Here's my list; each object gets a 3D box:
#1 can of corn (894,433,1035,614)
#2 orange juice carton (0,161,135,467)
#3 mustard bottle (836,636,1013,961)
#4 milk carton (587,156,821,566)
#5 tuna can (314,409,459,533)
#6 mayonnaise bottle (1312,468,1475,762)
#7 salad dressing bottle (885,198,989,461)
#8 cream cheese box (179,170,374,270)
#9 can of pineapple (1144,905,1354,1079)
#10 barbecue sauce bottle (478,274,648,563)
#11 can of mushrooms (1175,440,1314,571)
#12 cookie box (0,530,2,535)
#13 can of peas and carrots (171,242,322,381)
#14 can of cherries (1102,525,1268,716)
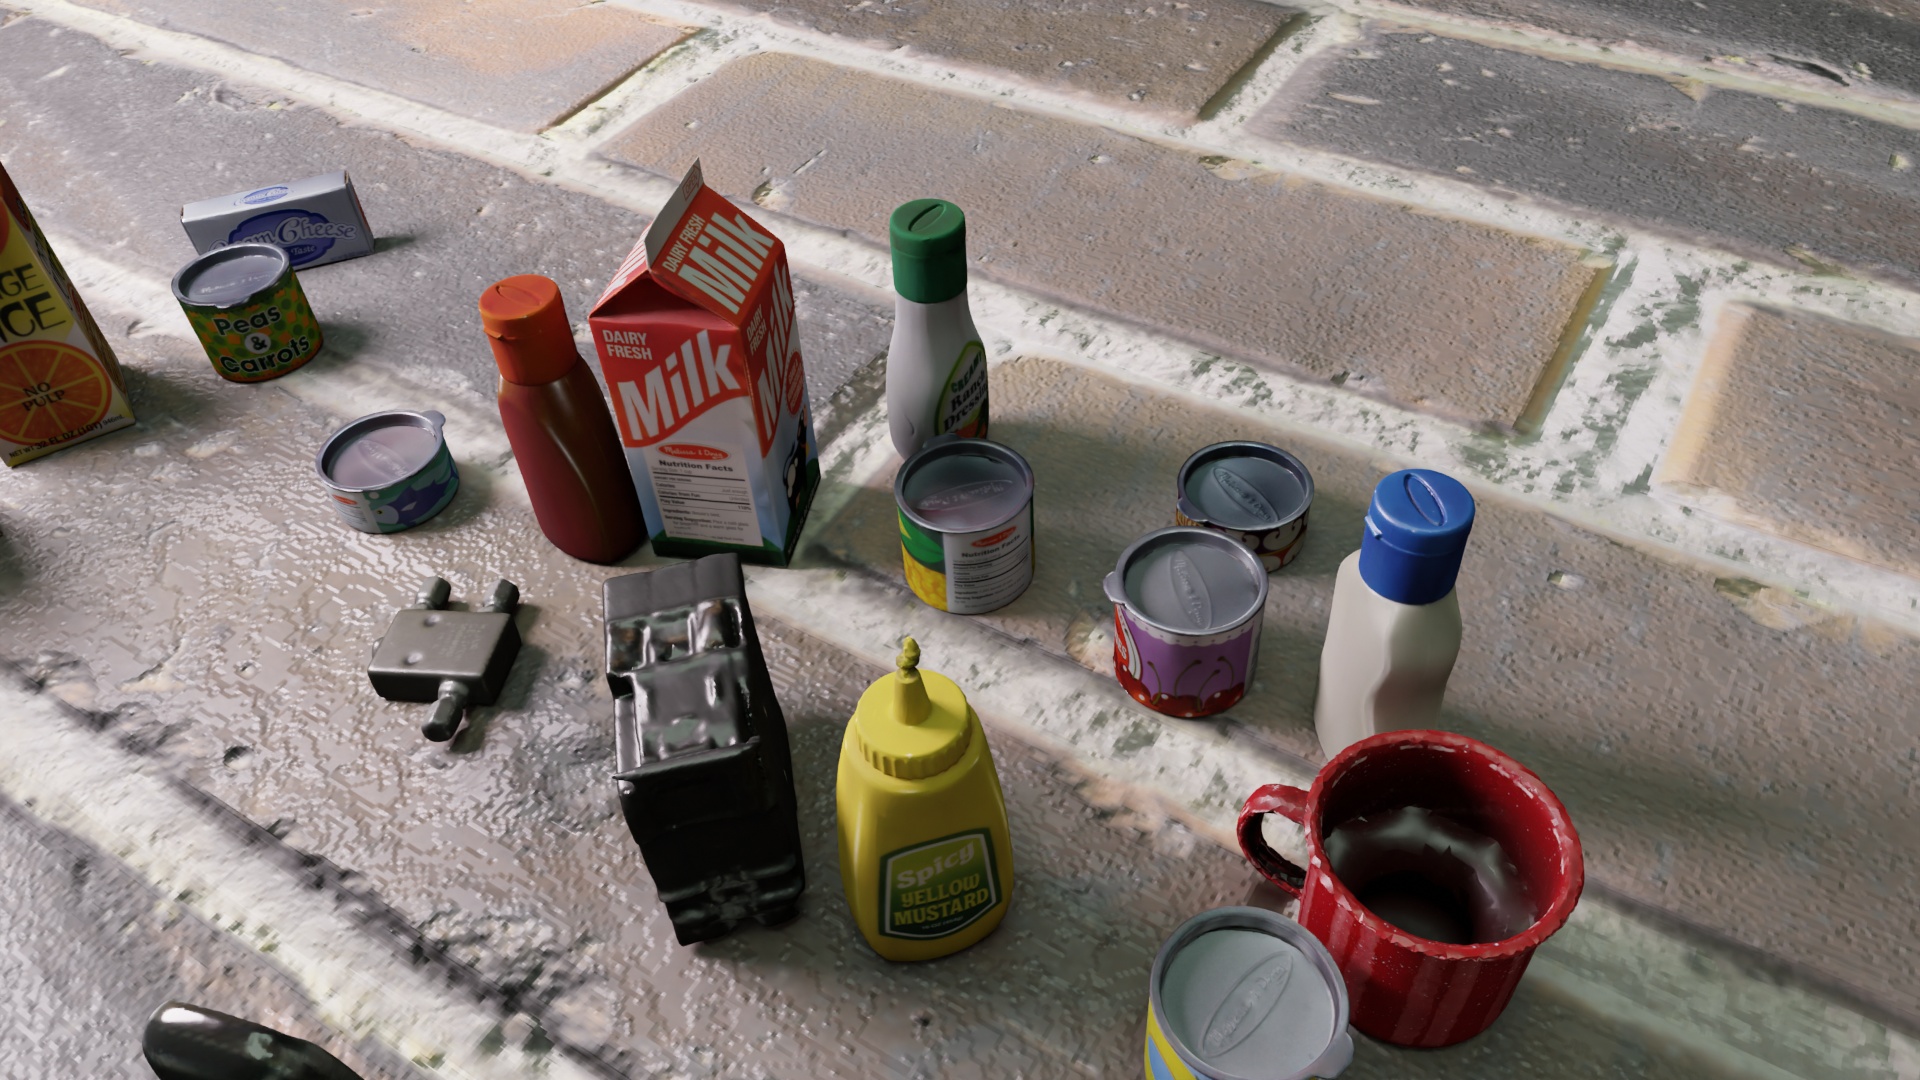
[{"bbox_3d":[0.002,-0.008,0.675,0.071,0.058,0.071,-2,44,2],"label":"can of corn"},{"bbox_3d":[-0.533,-0.142,0.753,0.072,0.191,0.073,-26,48,-20],"label":"orange juice carton"},{"bbox_3d":[-0.015,0.093,0.501,0.065,0.159,0.049,-14,45,-10],"label":"mustard bottle"},{"bbox_3d":[-0.120,-0.080,0.663,0.073,0.189,0.073,5,45,10],"label":"milk carton"},{"bbox_3d":[-0.304,-0.039,0.745,0.071,0.032,0.071,-2,44,2],"label":"tuna can"},{"bbox_3d":[0.172,0.038,0.552,0.041,0.147,0.065,-9,45,-5],"label":"mayonnaise bottle"},{"bbox_3d":[-0.013,-0.100,0.706,0.044,0.146,0.064,23,50,25],"label":"salad dressing bottle"},{"bbox_3d":[-0.444,-0.203,0.908,0.104,0.053,0.024,-16,46,-12],"label":"cream cheese box"},{"bbox_3d":[0.099,0.173,0.484,0.071,0.057,0.071,-2,44,2],"label":"can of pineapple"},{"bbox_3d":[-0.195,-0.057,0.674,0.065,0.147,0.044,26,52,27],"label":"barbecue sauce bottle"},{"bbox_3d":[0.138,-0.016,0.690,0.071,0.033,0.071,-2,44,2],"label":"can of mushrooms"},{"bbox_3d":[-0.574,-0.039,0.669,0.123,0.166,0.040,-34,52,-27],"label":"cookie box"},{"bbox_3d":[-0.426,-0.136,0.834,0.071,0.058,0.071,-2,44,2],"label":"can of peas and carrots"},{"bbox_3d":[0.099,0.036,0.622,0.071,0.058,0.072,-2,44,2],"label":"can of cherries"}]
